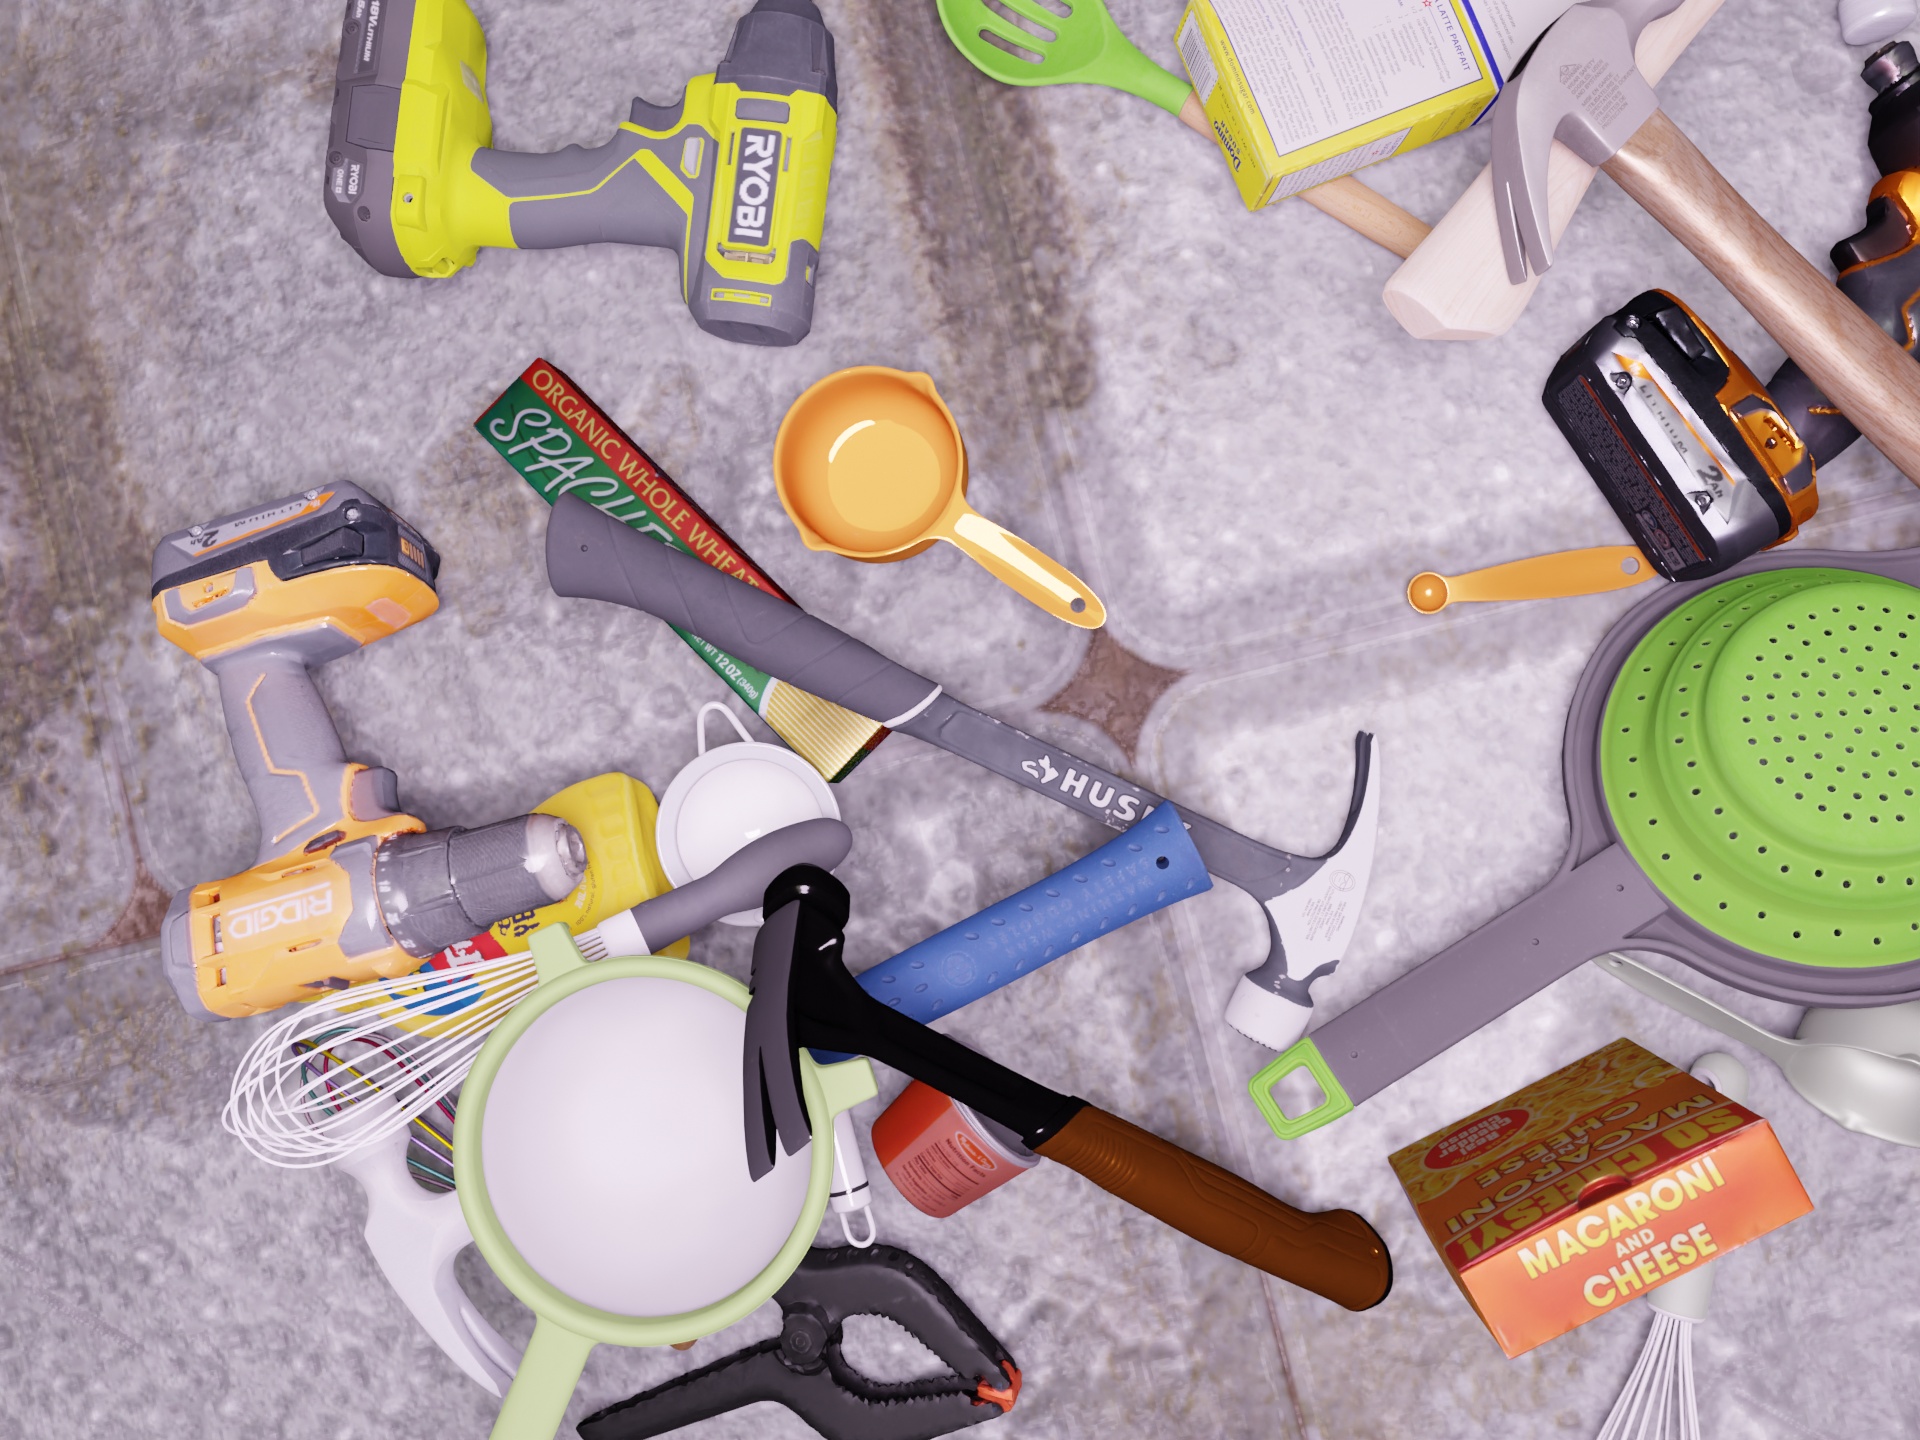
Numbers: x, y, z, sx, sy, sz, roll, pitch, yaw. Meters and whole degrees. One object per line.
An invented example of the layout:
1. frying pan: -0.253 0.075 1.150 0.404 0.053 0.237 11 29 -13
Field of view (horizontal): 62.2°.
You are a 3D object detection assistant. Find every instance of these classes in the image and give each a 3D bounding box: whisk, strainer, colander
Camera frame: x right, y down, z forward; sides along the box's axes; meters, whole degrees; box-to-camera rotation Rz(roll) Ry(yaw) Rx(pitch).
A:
1. whisk: -0.222 0.219 0.753 0.245 0.051 0.047 31 116 12
2. whisk: -0.175 0.108 0.683 0.284 0.070 0.070 -26 86 -13
3. strainer: -0.080 0.117 0.741 0.087 0.050 0.258 -16 84 1
4. whisk: 0.316 0.269 0.703 0.059 0.058 0.246 14 87 -28
5. strainer: -0.143 0.217 0.647 0.151 0.069 0.256 23 90 4
6. colander: 0.289 0.054 0.653 0.397 0.094 0.205 -33 67 4

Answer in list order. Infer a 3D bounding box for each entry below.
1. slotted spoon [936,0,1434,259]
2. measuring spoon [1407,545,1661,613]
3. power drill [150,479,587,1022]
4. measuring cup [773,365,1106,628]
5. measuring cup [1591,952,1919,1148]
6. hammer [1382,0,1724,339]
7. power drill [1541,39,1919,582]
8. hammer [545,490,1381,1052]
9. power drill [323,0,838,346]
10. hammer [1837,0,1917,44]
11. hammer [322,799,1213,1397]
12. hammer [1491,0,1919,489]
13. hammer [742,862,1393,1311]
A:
1. slotted spoon: 0.126 -0.273 0.742 0.314 0.031 0.070 32 91 4
2. measuring spoon: 0.263 -0.065 0.732 0.117 0.011 0.021 -8 89 3
3. power drill: -0.273 0.008 0.727 0.185 0.084 0.226 -16 71 6
4. measuring cup: -0.005 -0.093 0.741 0.173 0.052 0.095 35 93 4
5. measuring cup: 0.360 0.127 0.696 0.168 0.083 0.038 27 65 24
6. hammer: 0.307 -0.327 0.651 0.146 0.038 0.410 41 87 -10
7. power drill: 0.375 -0.180 0.687 0.226 0.084 0.164 -32 85 0
8. hammer: -0.001 -0.002 0.720 0.409 0.036 0.149 26 92 -1
9. power drill: -0.171 -0.277 0.753 0.223 0.080 0.171 7 90 3
10. hammer: 0.253 -0.353 0.679 0.331 0.033 0.128 -6 84 -12
11. hammer: -0.076 0.152 0.697 0.405 0.035 0.144 -27 84 4
12. hammer: 0.340 -0.147 0.623 0.331 0.031 0.130 43 88 -4
13. hammer: 0.058 0.179 0.645 0.336 0.127 0.034 31 123 -25
